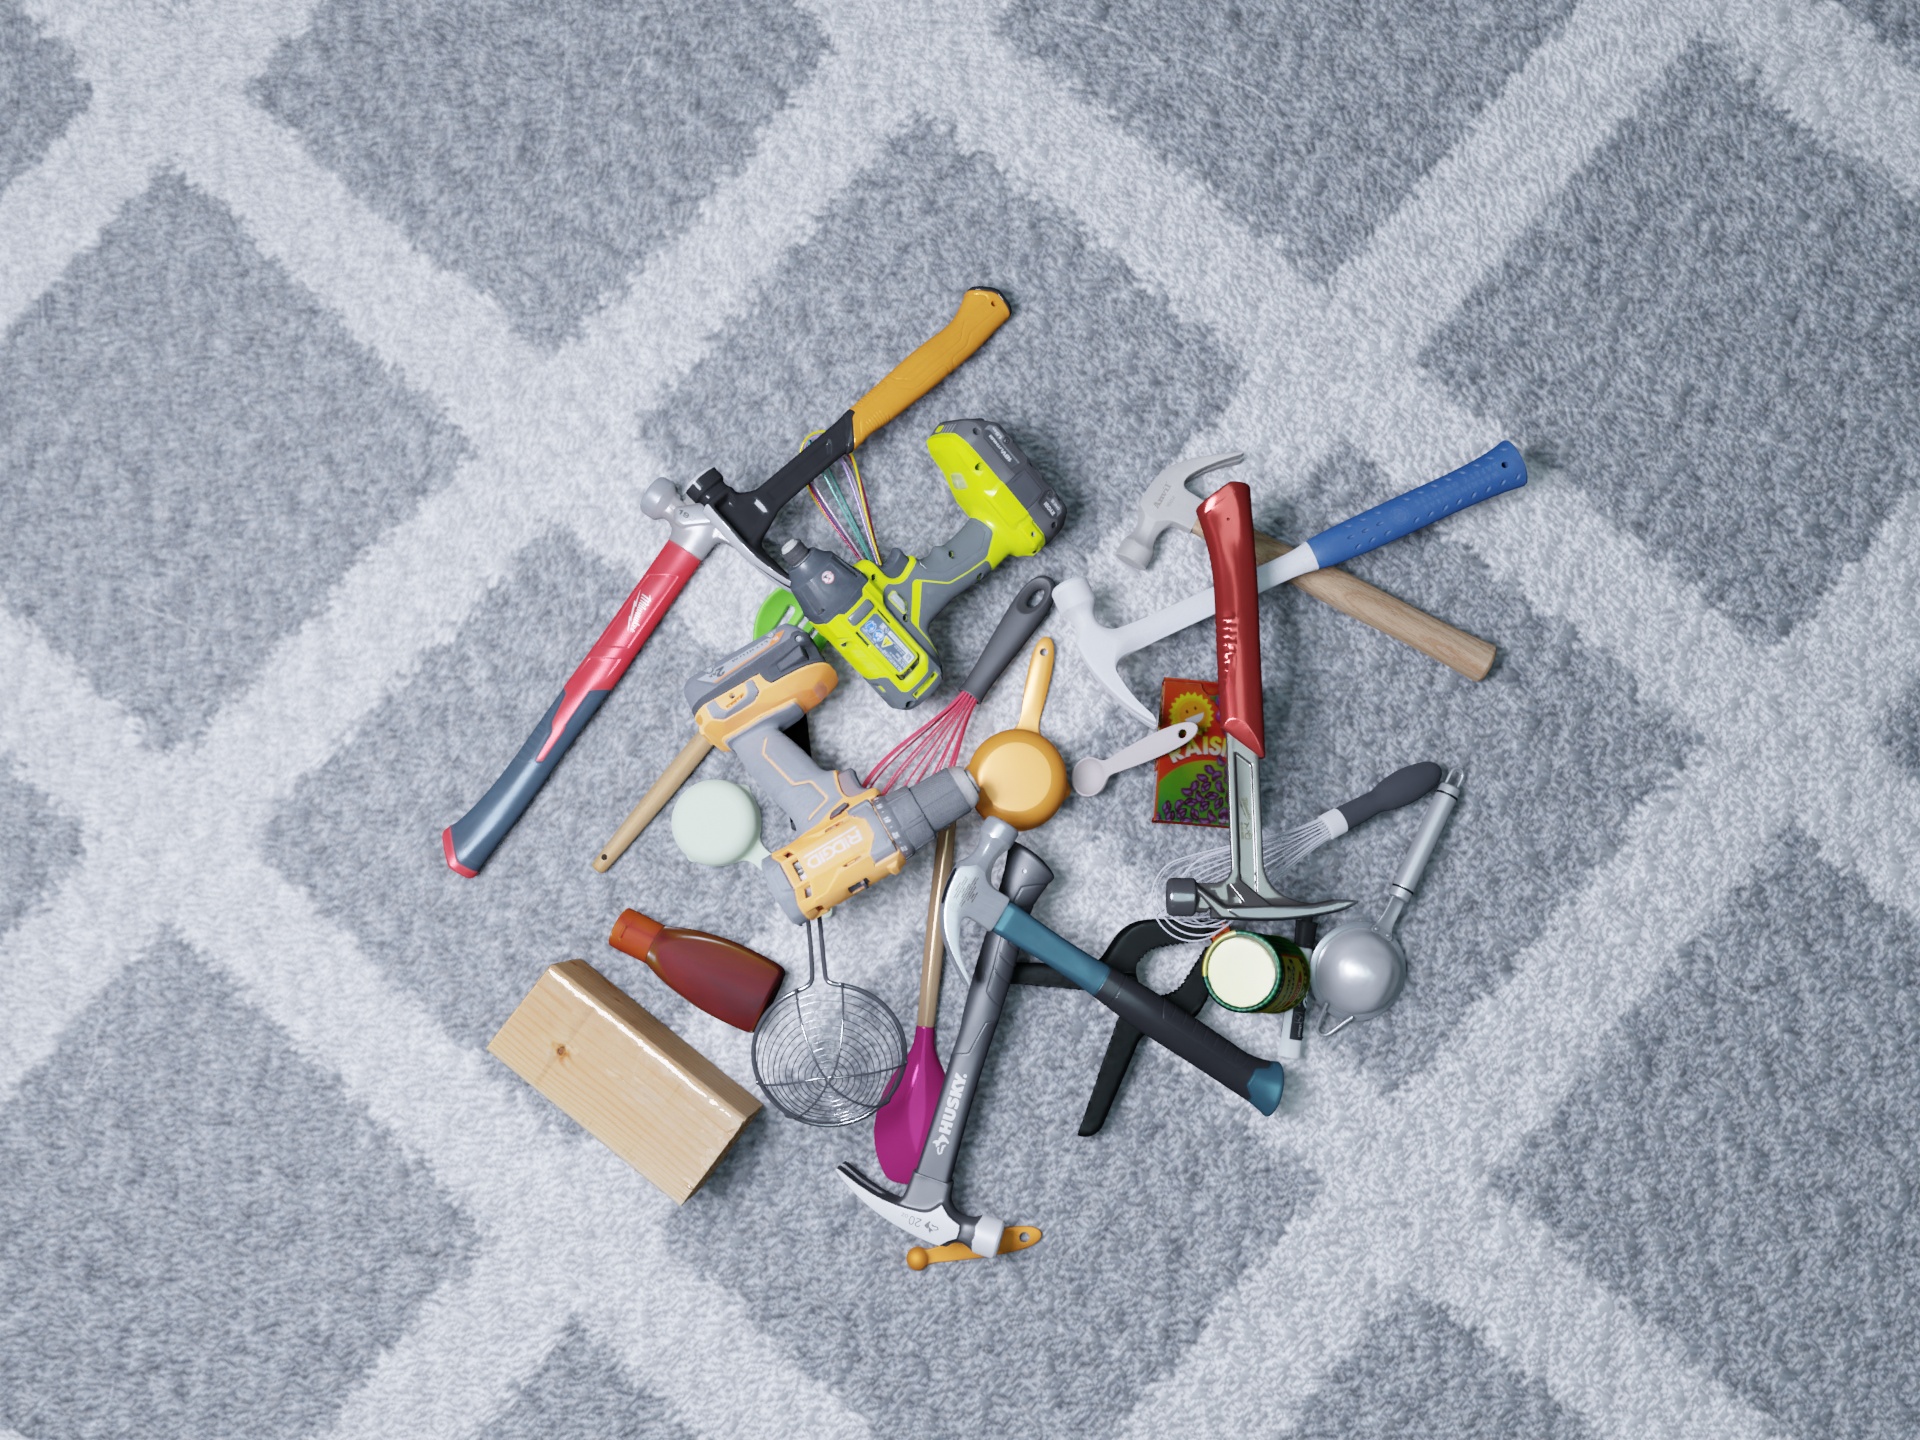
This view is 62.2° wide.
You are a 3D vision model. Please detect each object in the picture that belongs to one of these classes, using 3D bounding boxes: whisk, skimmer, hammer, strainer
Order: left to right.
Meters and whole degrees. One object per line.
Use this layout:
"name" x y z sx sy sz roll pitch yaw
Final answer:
"hammer" -0.316 -0.019 1.397 0.143 0.038 0.386 34 86 4
"skimmer" -0.124 0.155 1.348 0.127 0.090 0.364 -8 65 -1
"whisk" -0.078 -0.146 1.399 0.047 0.051 0.245 -26 86 -6
"hammer" -0.074 -0.259 1.378 0.337 0.034 0.127 -44 95 -16
"whisk" -0.002 -0.004 1.373 0.073 0.073 0.296 33 79 6
"hammer" 0.006 0.264 1.327 0.146 0.035 0.335 16 87 10
"hammer" 0.127 0.219 1.302 0.331 0.033 0.128 33 82 -5
"hammer" 0.237 -0.018 1.291 0.149 0.036 0.359 -1 79 3
"whisk" 0.285 0.100 1.334 0.284 0.070 0.070 -26 83 -12
"hammer" 0.290 -0.130 1.346 0.405 0.035 0.144 -24 78 -1
"hammer" 0.310 -0.126 1.383 0.331 0.031 0.130 27 86 5
"strainer" 0.368 0.153 1.344 0.087 0.050 0.258 29 82 -10

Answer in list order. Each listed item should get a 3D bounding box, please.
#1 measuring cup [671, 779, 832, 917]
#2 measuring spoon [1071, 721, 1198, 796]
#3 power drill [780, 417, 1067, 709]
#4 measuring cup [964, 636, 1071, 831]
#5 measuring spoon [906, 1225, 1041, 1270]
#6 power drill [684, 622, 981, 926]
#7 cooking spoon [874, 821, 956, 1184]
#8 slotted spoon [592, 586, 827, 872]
"measuring cup" -0.178 0.116 1.373 0.167 0.038 0.083 38 86 8
"measuring spoon" 0.151 0.032 1.357 0.124 0.018 0.034 -27 66 26
"power drill" -0.032 -0.143 1.338 0.223 0.080 0.171 -48 113 -13
"measuring cup" 0.057 0.009 1.367 0.095 0.052 0.173 12 86 4
"measuring spoon" 0.011 0.444 1.340 0.117 0.011 0.021 -12 83 1
"power drill" -0.106 0.031 1.306 0.185 0.084 0.226 -30 68 -2
"cooking spoon" -0.027 0.236 1.363 0.069 0.017 0.319 6 85 3
"slotted spoon" -0.220 0.008 1.395 0.070 0.031 0.314 39 89 12
